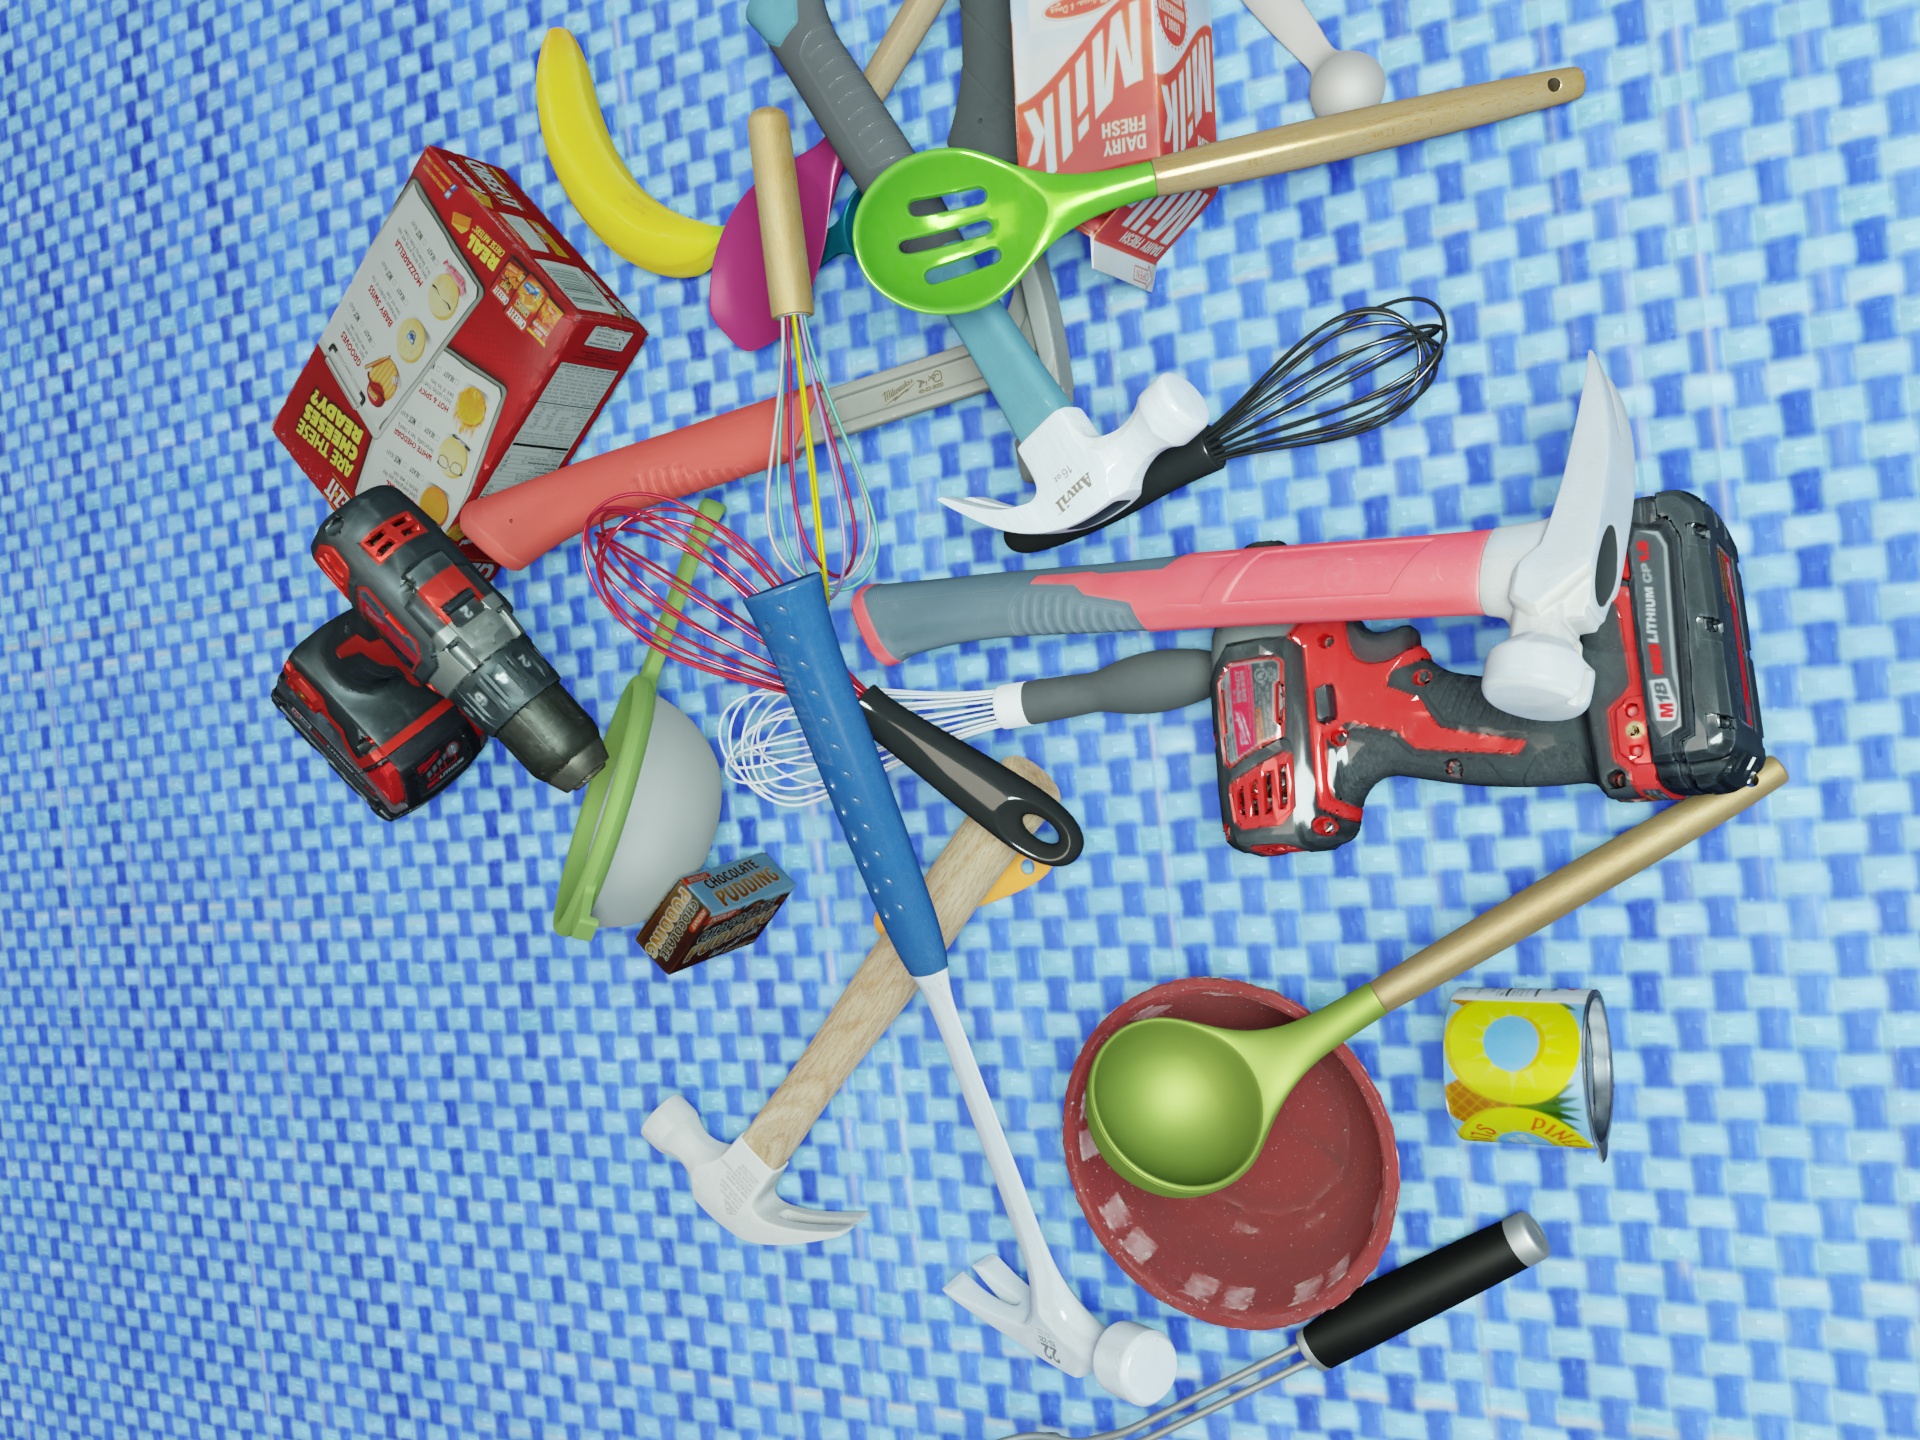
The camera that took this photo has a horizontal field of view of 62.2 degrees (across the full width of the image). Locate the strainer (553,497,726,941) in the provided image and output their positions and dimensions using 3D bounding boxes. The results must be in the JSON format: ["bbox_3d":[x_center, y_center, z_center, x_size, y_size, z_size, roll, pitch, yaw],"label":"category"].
[{"bbox_3d":[-0.157,0.005,0.893,0.069,0.151,0.256,20,84,-16],"label":"strainer"}]

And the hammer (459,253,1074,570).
[{"bbox_3d":[-0.115,-0.158,0.847,0.359,0.036,0.149,-13,87,21],"label":"hammer"}]

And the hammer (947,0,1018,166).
[{"bbox_3d":[0.014,-0.477,0.781,0.149,0.036,0.409,-1,93,28],"label":"hammer"}]

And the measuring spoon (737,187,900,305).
[{"bbox_3d":[-0.073,-0.251,0.858,0.128,0.021,0.042,-15,84,38],"label":"measuring spoon"}]

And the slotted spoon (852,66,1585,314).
[{"bbox_3d":[0.108,-0.235,0.679,0.314,0.031,0.070,-12,98,4],"label":"slotted spoon"}]

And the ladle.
[{"bbox_3d":[0.195,0.100,0.659,0.320,0.062,0.078,-32,63,9],"label":"ladle"}]

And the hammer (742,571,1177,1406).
[{"bbox_3d":[-0.016,0.127,0.752,0.144,0.035,0.405,-6,107,56],"label":"hammer"}]

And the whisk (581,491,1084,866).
[{"bbox_3d":[-0.064,-0.018,0.777,0.296,0.073,0.073,34,110,7],"label":"whisk"}]

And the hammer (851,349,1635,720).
[{"bbox_3d":[0.099,-0.071,0.713,0.386,0.038,0.143,0,66,43],"label":"hammer"}]

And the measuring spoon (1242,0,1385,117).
[{"bbox_3d":[0.148,-0.320,0.724,0.034,0.018,0.124,-40,73,25],"label":"measuring spoon"}]

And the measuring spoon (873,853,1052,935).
[{"bbox_3d":[-0.001,0.091,0.838,0.117,0.011,0.021,-25,81,29],"label":"measuring spoon"}]

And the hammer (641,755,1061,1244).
[{"bbox_3d":[-0.048,0.155,0.847,0.130,0.031,0.331,41,113,15],"label":"hammer"}]

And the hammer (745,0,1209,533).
[{"bbox_3d":[-0.014,-0.230,0.755,0.128,0.033,0.331,-42,70,36],"label":"hammer"}]

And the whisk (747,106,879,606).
[{"bbox_3d":[-0.078,-0.178,0.784,0.051,0.047,0.245,-6,94,22],"label":"whisk"}]

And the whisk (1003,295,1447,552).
[{"bbox_3d":[0.116,-0.130,0.741,0.239,0.055,0.055,-22,83,33],"label":"whisk"}]

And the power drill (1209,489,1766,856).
[{"bbox_3d":[0.209,-0.023,0.674,0.220,0.078,0.143,-10,77,34],"label":"power drill"}]

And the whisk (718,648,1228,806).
[{"bbox_3d":[-0.002,-0.004,0.809,0.284,0.070,0.070,-10,88,25],"label":"whisk"}]

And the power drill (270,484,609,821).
[{"bbox_3d":[-0.295,-0.015,0.899,0.188,0.080,0.226,48,146,-6],"label":"power drill"}]

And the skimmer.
[{"bbox_3d":[0.120,0.344,0.742,0.363,0.090,0.127,-38,111,23],"label":"skimmer"}]

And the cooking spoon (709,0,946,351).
[{"bbox_3d":[-0.042,-0.321,0.801,0.069,0.017,0.318,48,121,16],"label":"cooking spoon"}]
